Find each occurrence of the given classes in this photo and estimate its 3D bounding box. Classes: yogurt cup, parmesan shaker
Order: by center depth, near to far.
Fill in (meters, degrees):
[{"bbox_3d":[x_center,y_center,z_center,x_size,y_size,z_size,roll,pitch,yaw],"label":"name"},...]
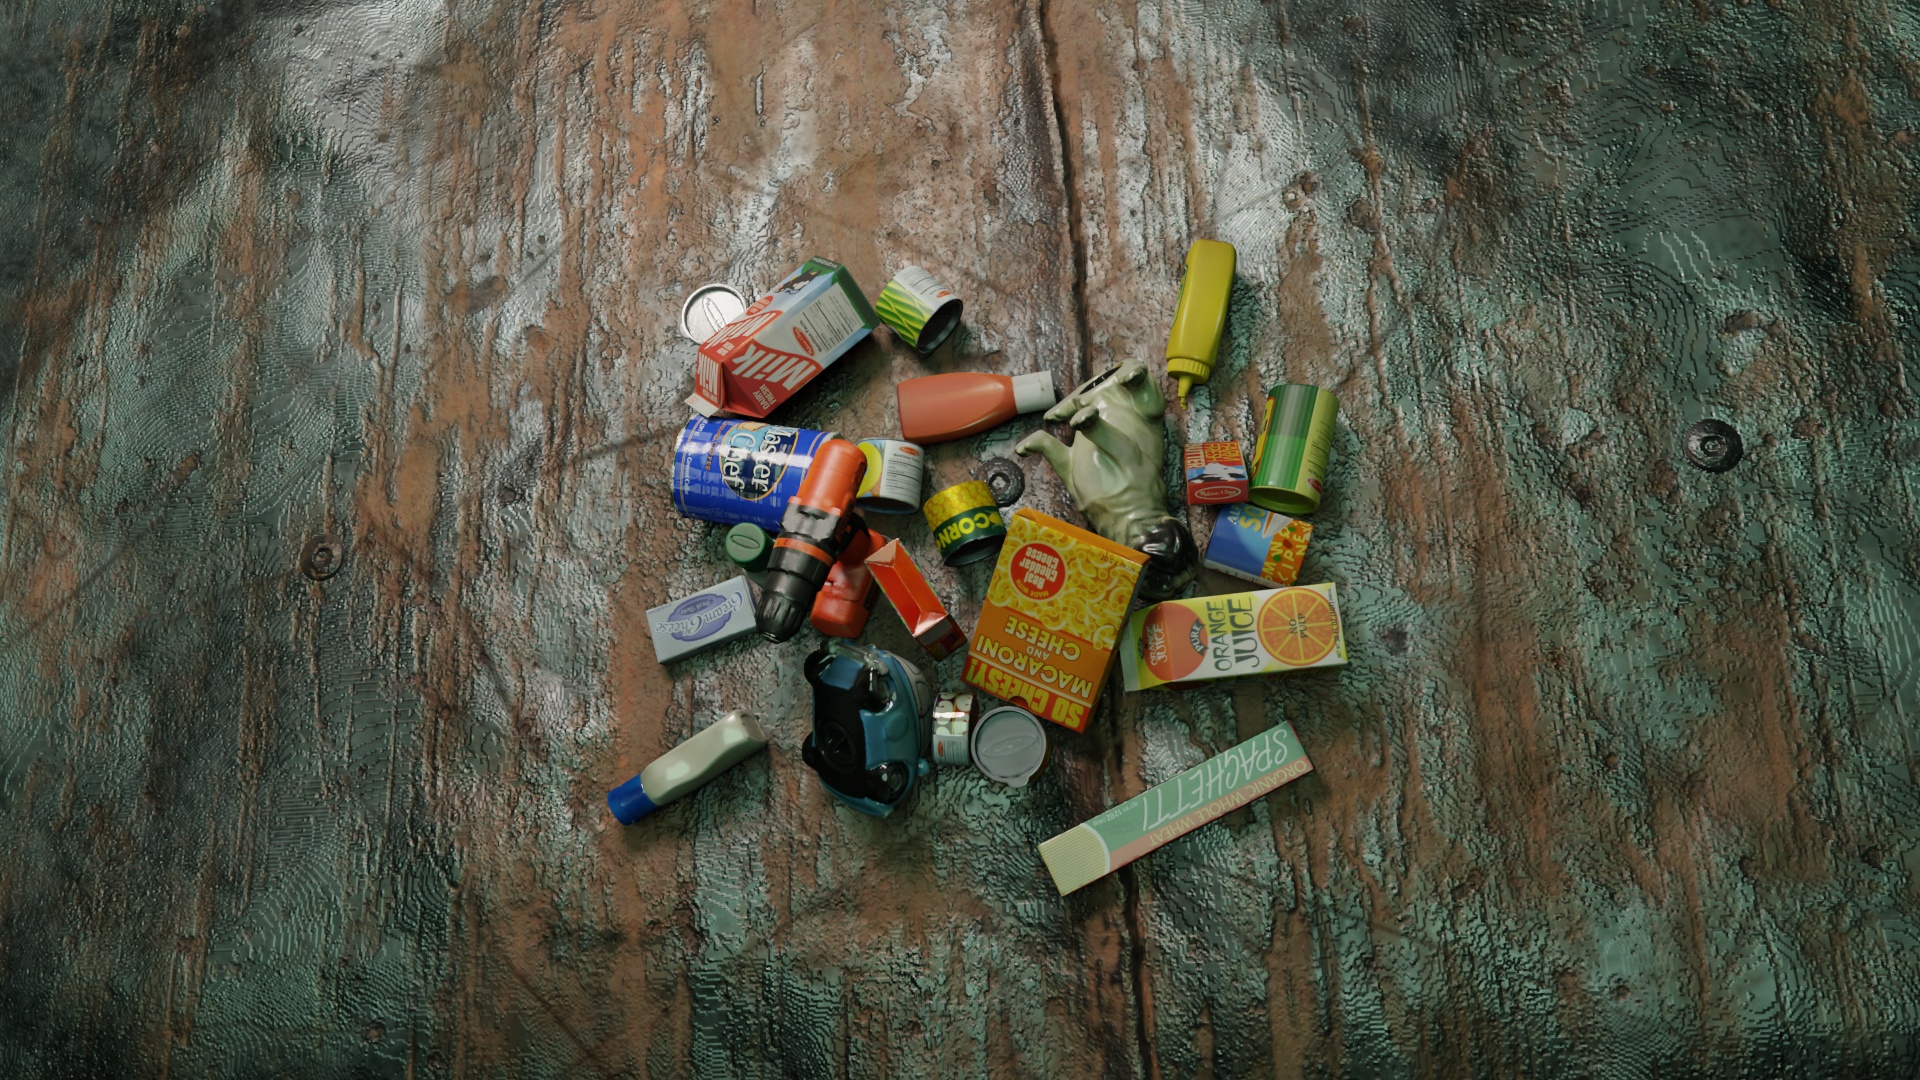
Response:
[{"bbox_3d":[0.302,-0.082,1.261,0.071,0.071,0.103,13,75,12],"label":"parmesan shaker"},{"bbox_3d":[-0.237,-0.214,1.381,0.072,0.054,0.072,-2,75,8],"label":"yogurt cup"}]

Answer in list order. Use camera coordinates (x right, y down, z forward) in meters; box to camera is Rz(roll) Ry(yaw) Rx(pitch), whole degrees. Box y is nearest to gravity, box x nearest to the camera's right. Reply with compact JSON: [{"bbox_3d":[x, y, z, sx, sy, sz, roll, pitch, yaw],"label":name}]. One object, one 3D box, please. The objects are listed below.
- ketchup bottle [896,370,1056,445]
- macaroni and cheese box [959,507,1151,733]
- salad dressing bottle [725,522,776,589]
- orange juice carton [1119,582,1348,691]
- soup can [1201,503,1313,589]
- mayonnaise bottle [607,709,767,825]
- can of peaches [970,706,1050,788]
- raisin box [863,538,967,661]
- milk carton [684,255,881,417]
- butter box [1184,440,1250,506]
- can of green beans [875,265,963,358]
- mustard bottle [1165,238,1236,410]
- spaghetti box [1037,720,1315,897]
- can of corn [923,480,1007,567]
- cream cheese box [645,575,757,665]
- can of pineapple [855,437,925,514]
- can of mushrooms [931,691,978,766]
[{"bbox_3d":[0.016,-0.132,1.327,0.149,0.043,0.065,-9,75,6],"label":"ketchup bottle"},{"bbox_3d":[0.082,0.070,1.228,0.124,0.040,0.166,22,107,16],"label":"macaroni and cheese box"},{"bbox_3d":[-0.174,0.020,1.261,0.064,0.147,0.044,19,80,12],"label":"salad dressing bottle"},{"bbox_3d":[0.236,0.089,1.221,0.193,0.073,0.072,-7,75,7],"label":"orange juice carton"},{"bbox_3d":[0.266,0.002,1.241,0.084,0.071,0.071,18,79,12],"label":"soup can"},{"bbox_3d":[-0.252,0.208,1.270,0.148,0.064,0.041,-31,74,3],"label":"mayonnaise bottle"},{"bbox_3d":[0.046,0.186,1.232,0.071,0.058,0.071,-2,76,7],"label":"can of peaches"},{"bbox_3d":[-0.038,0.056,1.244,0.040,0.123,0.086,-35,73,-2],"label":"raisin box"},{"bbox_3d":[-0.179,-0.184,1.329,0.191,0.073,0.072,-41,32,-11],"label":"milk carton"},{"bbox_3d":[0.229,-0.061,1.251,0.053,0.104,0.024,-3,113,8],"label":"butter box"},{"bbox_3d":[-0.041,-0.224,1.348,0.058,0.071,0.071,41,85,16],"label":"can of green beans"},{"bbox_3d":[0.223,-0.200,1.305,0.049,0.065,0.160,12,81,7],"label":"mustard bottle"},{"bbox_3d":[0.188,0.234,1.213,0.250,0.028,0.050,-27,74,1],"label":"spaghetti box"},{"bbox_3d":[0.005,-0.016,1.284,0.071,0.071,0.058,-23,73,2],"label":"can of corn"},{"bbox_3d":[-0.244,0.076,1.321,0.104,0.024,0.053,-21,74,3],"label":"cream cheese box"},{"bbox_3d":[-0.069,-0.060,1.311,0.071,0.071,0.058,3,76,9],"label":"can of pineapple"},{"bbox_3d":[-0.004,0.167,1.241,0.033,0.071,0.071,1,76,9],"label":"can of mushrooms"}]
